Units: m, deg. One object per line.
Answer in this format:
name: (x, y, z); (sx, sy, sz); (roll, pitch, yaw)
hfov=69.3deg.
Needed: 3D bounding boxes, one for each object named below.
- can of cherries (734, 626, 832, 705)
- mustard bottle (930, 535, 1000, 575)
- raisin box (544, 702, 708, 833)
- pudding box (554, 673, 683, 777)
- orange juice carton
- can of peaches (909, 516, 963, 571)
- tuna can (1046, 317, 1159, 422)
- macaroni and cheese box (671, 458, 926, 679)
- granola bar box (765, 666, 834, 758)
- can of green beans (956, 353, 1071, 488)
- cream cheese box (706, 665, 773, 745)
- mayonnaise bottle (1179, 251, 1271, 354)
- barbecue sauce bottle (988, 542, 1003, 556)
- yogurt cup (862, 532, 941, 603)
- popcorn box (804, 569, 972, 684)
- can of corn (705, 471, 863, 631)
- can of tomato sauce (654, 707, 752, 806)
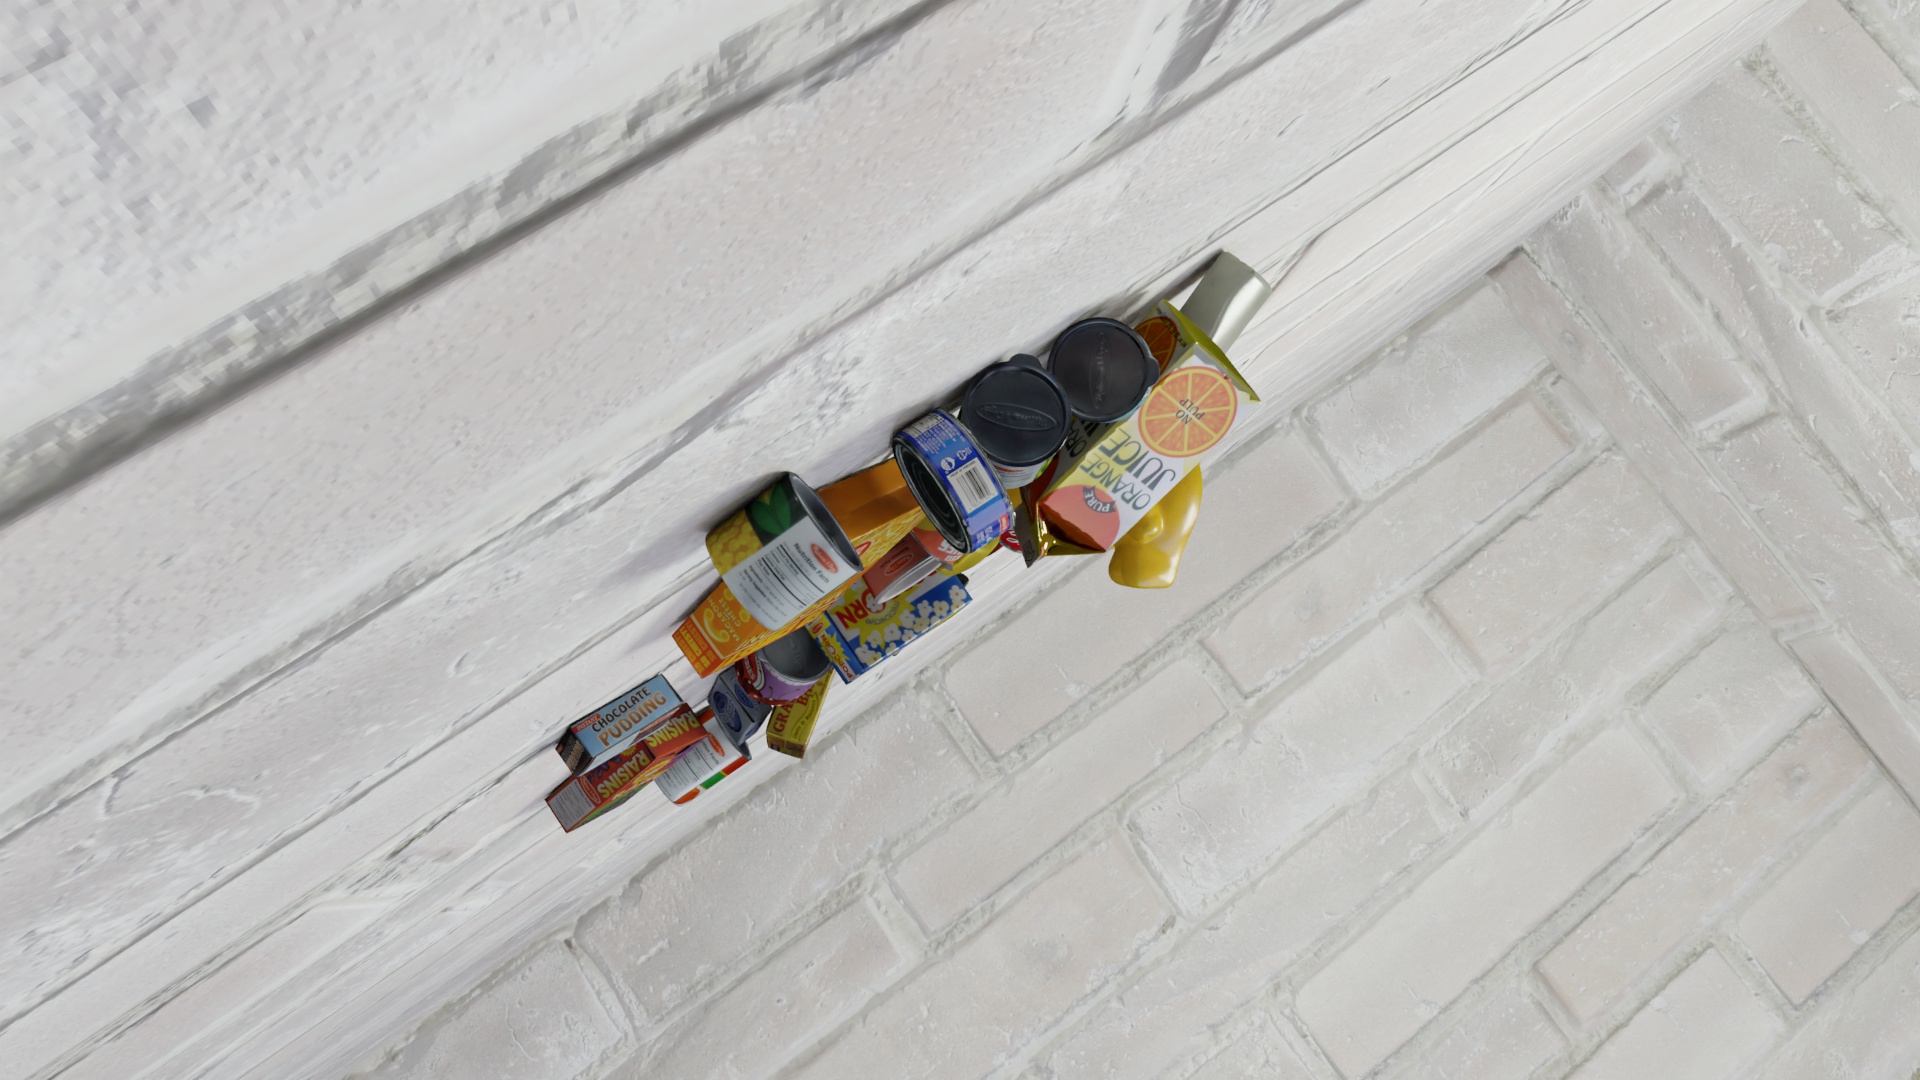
can of cherries: (-0.145, 0.094, 1.124); (0.072, 0.071, 0.058); (-30, 172, -39)
mustard bottle: (0.004, -0.014, 1.140); (0.048, 0.065, 0.160); (-32, 180, 17)
raisin box: (-0.292, 0.199, 1.219); (0.123, 0.040, 0.086); (-39, 172, 21)
pudding box: (-0.251, 0.137, 1.024); (0.084, 0.030, 0.049); (-31, 171, -38)
orange juice carton: (0.105, -0.064, 0.957); (0.192, 0.073, 0.072); (-45, -149, 17)
can of peaches: (-0.004, -0.023, 0.980); (0.058, 0.071, 0.071); (-39, 173, 13)
tuna can: (0.093, -0.108, 0.883); (0.071, 0.071, 0.033); (-37, 175, 13)
macaroni and cheese box: (-0.098, 0.015, 0.904); (0.165, 0.040, 0.124); (-41, 172, 37)
granola bar box: (-0.136, 0.127, 1.246); (0.165, 0.039, 0.124); (119, -9, -75)
can of green beans: (0.030, -0.069, 0.849); (0.071, 0.071, 0.057); (-34, 174, -13)
cream cheese box: (-0.203, 0.151, 1.269); (0.024, 0.053, 0.103); (-35, 173, -25)
mayonnaise bottle: (0.163, -0.136, 1.005); (0.148, 0.041, 0.065); (-53, 157, 11)
barbecue sauce bottle: (0.066, -0.034, 1.384); (0.149, 0.043, 0.064); (-31, 176, -37)
yogurt cup: (-0.050, 0.007, 1.032); (0.072, 0.054, 0.072); (-35, 173, -5)
popcorn box: (-0.064, 0.047, 1.109); (0.127, 0.085, 0.038); (-31, 173, -38)
can of corn: (-0.095, 0.005, 0.749); (0.058, 0.071, 0.071); (-36, 173, 4)
can of tomato sauce: (-0.258, 0.212, 1.367); (0.083, 0.071, 0.071); (-35, 173, -2)
